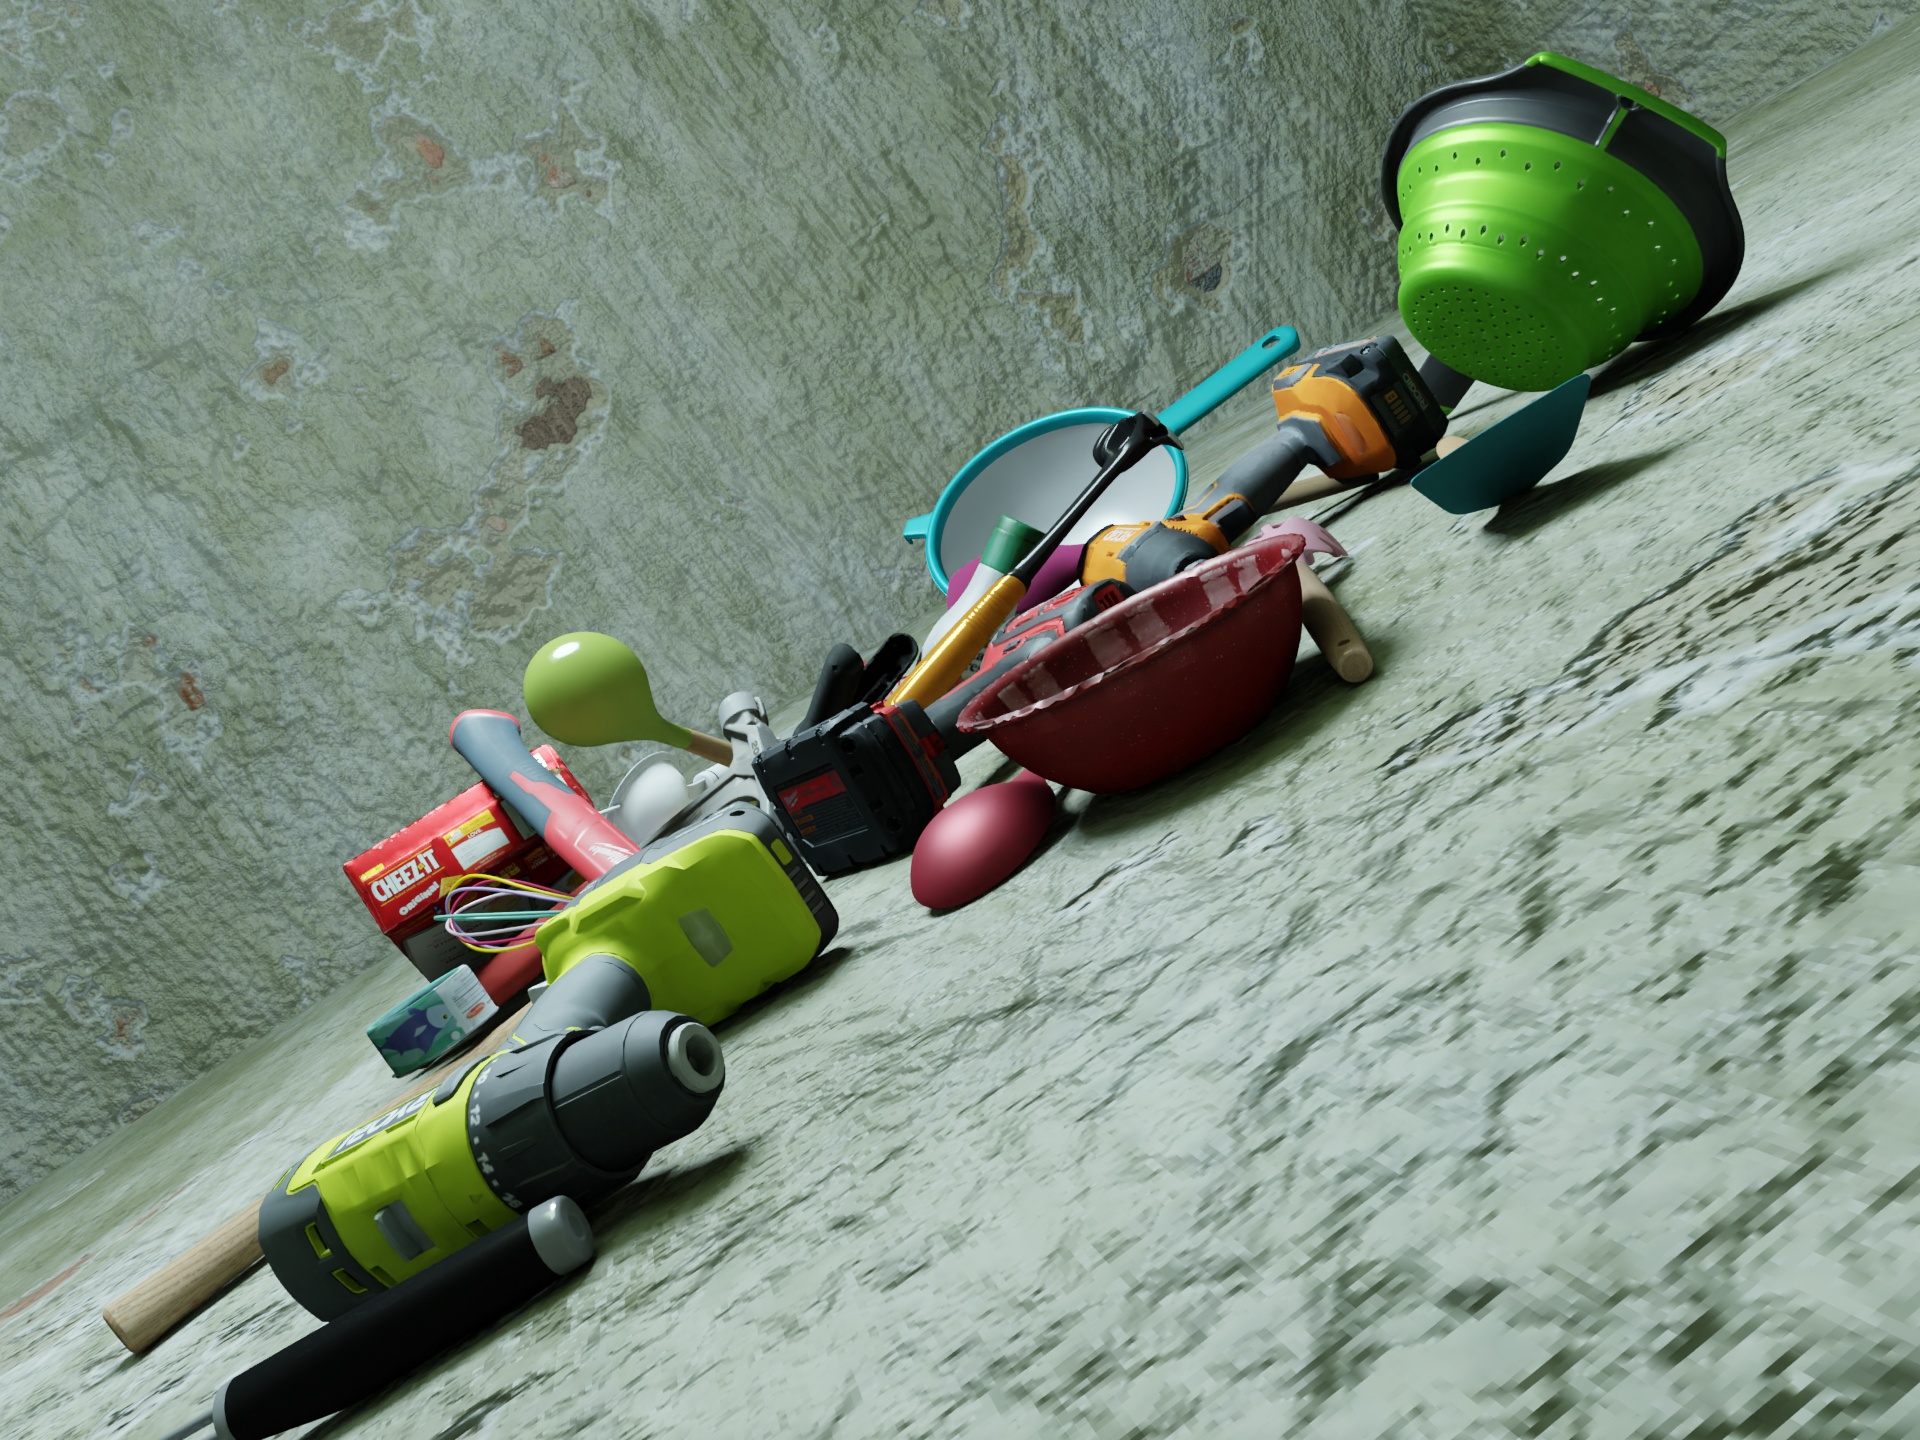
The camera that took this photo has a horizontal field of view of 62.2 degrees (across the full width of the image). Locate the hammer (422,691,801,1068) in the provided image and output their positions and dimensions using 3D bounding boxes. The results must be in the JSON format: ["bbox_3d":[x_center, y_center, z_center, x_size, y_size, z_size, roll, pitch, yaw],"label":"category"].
[{"bbox_3d":[-0.251,0.134,1.063,0.359,0.036,0.149,-38,41,17],"label":"hammer"}]

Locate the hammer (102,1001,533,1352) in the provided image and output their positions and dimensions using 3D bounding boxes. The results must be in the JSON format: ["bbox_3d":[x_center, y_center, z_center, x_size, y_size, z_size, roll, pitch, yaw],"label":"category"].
[{"bbox_3d":[-0.296,0.213,0.856,0.331,0.031,0.130,-37,8,-34],"label":"hammer"}]

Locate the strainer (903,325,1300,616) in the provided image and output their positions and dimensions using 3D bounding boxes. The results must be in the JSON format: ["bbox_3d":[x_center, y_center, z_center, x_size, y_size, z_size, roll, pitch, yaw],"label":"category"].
[{"bbox_3d":[0.136,-0.175,1.237,0.340,0.095,0.211,-37,45,-5],"label":"strainer"}]

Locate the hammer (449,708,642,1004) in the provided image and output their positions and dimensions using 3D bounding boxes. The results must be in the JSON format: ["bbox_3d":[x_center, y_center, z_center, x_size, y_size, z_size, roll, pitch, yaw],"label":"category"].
[{"bbox_3d":[-0.253,0.069,0.966,0.143,0.038,0.387,-29,30,-24],"label":"hammer"}]

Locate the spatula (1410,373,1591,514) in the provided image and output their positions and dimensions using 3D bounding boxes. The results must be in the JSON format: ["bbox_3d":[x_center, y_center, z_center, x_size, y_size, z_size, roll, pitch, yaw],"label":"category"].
[{"bbox_3d":[0.262,-0.139,0.811,0.082,0.044,0.317,-32,5,16],"label":"spatula"}]

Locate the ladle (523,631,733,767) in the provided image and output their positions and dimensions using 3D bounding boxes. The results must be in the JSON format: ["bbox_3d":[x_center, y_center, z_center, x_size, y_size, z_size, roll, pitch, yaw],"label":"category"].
[{"bbox_3d":[-0.188,0.010,1.131,0.078,0.062,0.320,-46,-27,8],"label":"ladle"}]

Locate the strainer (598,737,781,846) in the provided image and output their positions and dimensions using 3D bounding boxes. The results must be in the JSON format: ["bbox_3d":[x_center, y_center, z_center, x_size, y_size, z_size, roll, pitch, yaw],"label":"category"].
[{"bbox_3d":[-0.194,0.050,1.202,0.258,0.050,0.086,-35,-39,-64],"label":"strainer"}]

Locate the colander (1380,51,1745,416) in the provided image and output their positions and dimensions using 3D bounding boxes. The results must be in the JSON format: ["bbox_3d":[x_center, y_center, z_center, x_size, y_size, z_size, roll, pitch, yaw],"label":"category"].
[{"bbox_3d":[0.314,-0.234,0.962,0.094,0.204,0.397,-59,-7,-9],"label":"colander"}]

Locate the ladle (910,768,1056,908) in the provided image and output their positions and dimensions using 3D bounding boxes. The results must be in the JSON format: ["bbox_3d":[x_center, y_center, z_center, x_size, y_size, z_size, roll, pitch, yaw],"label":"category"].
[{"bbox_3d":[0.057,0.007,0.765,0.069,0.031,0.315,-19,11,31],"label":"ladle"}]

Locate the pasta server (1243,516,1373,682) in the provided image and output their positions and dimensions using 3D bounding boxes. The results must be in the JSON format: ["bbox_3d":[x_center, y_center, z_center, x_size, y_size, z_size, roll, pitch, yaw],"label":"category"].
[{"bbox_3d":[0.164,-0.056,0.742,0.060,0.040,0.316,-31,11,12],"label":"pasta server"}]

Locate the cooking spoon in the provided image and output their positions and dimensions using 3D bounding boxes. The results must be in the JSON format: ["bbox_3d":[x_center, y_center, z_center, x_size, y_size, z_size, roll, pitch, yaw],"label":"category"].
[{"bbox_3d":[0.134,-0.131,1.120,0.319,0.017,0.069,-14,48,20],"label":"cooking spoon"}]

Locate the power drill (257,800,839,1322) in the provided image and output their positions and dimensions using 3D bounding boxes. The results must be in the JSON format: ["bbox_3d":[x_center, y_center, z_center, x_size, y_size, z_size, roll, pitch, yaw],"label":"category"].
[{"bbox_3d":[-0.134,0.119,0.611,0.190,0.080,0.228,-29,10,25],"label":"power drill"}]

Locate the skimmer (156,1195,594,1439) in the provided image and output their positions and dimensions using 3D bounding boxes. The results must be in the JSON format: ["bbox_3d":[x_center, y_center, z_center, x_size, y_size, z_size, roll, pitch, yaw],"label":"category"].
[{"bbox_3d":[-0.287,0.225,0.473,0.363,0.090,0.127,-29,39,2],"label":"skimmer"}]

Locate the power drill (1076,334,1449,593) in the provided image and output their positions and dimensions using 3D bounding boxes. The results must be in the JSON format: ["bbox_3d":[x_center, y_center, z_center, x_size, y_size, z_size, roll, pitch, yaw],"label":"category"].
[{"bbox_3d":[0.187,-0.142,0.991,0.226,0.084,0.164,-39,14,-4],"label":"power drill"}]

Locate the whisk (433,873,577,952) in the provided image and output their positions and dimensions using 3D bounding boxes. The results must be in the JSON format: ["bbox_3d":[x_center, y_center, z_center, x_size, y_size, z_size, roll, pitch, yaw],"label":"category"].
[{"bbox_3d":[-0.242,0.118,1.003,0.245,0.047,0.051,-7,-23,31],"label":"whisk"}]

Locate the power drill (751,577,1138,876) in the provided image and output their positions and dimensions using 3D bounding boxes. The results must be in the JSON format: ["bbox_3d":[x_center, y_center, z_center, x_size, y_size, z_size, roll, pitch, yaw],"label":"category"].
[{"bbox_3d":[-0.001,-0.003,0.904,0.219,0.078,0.143,-33,6,-33],"label":"power drill"}]

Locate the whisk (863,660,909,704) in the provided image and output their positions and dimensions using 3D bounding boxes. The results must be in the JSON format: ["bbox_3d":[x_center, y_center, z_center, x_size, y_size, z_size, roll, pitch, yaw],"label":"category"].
[{"bbox_3d":[-0.050,-0.001,1.195,0.073,0.073,0.296,-33,13,-4],"label":"whisk"}]

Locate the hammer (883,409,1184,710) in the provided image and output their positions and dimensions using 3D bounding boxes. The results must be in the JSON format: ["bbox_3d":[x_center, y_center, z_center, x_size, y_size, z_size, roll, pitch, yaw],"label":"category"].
[{"bbox_3d":[0.017,-0.066,1.035,0.337,0.034,0.127,-50,9,-1],"label":"hammer"}]
